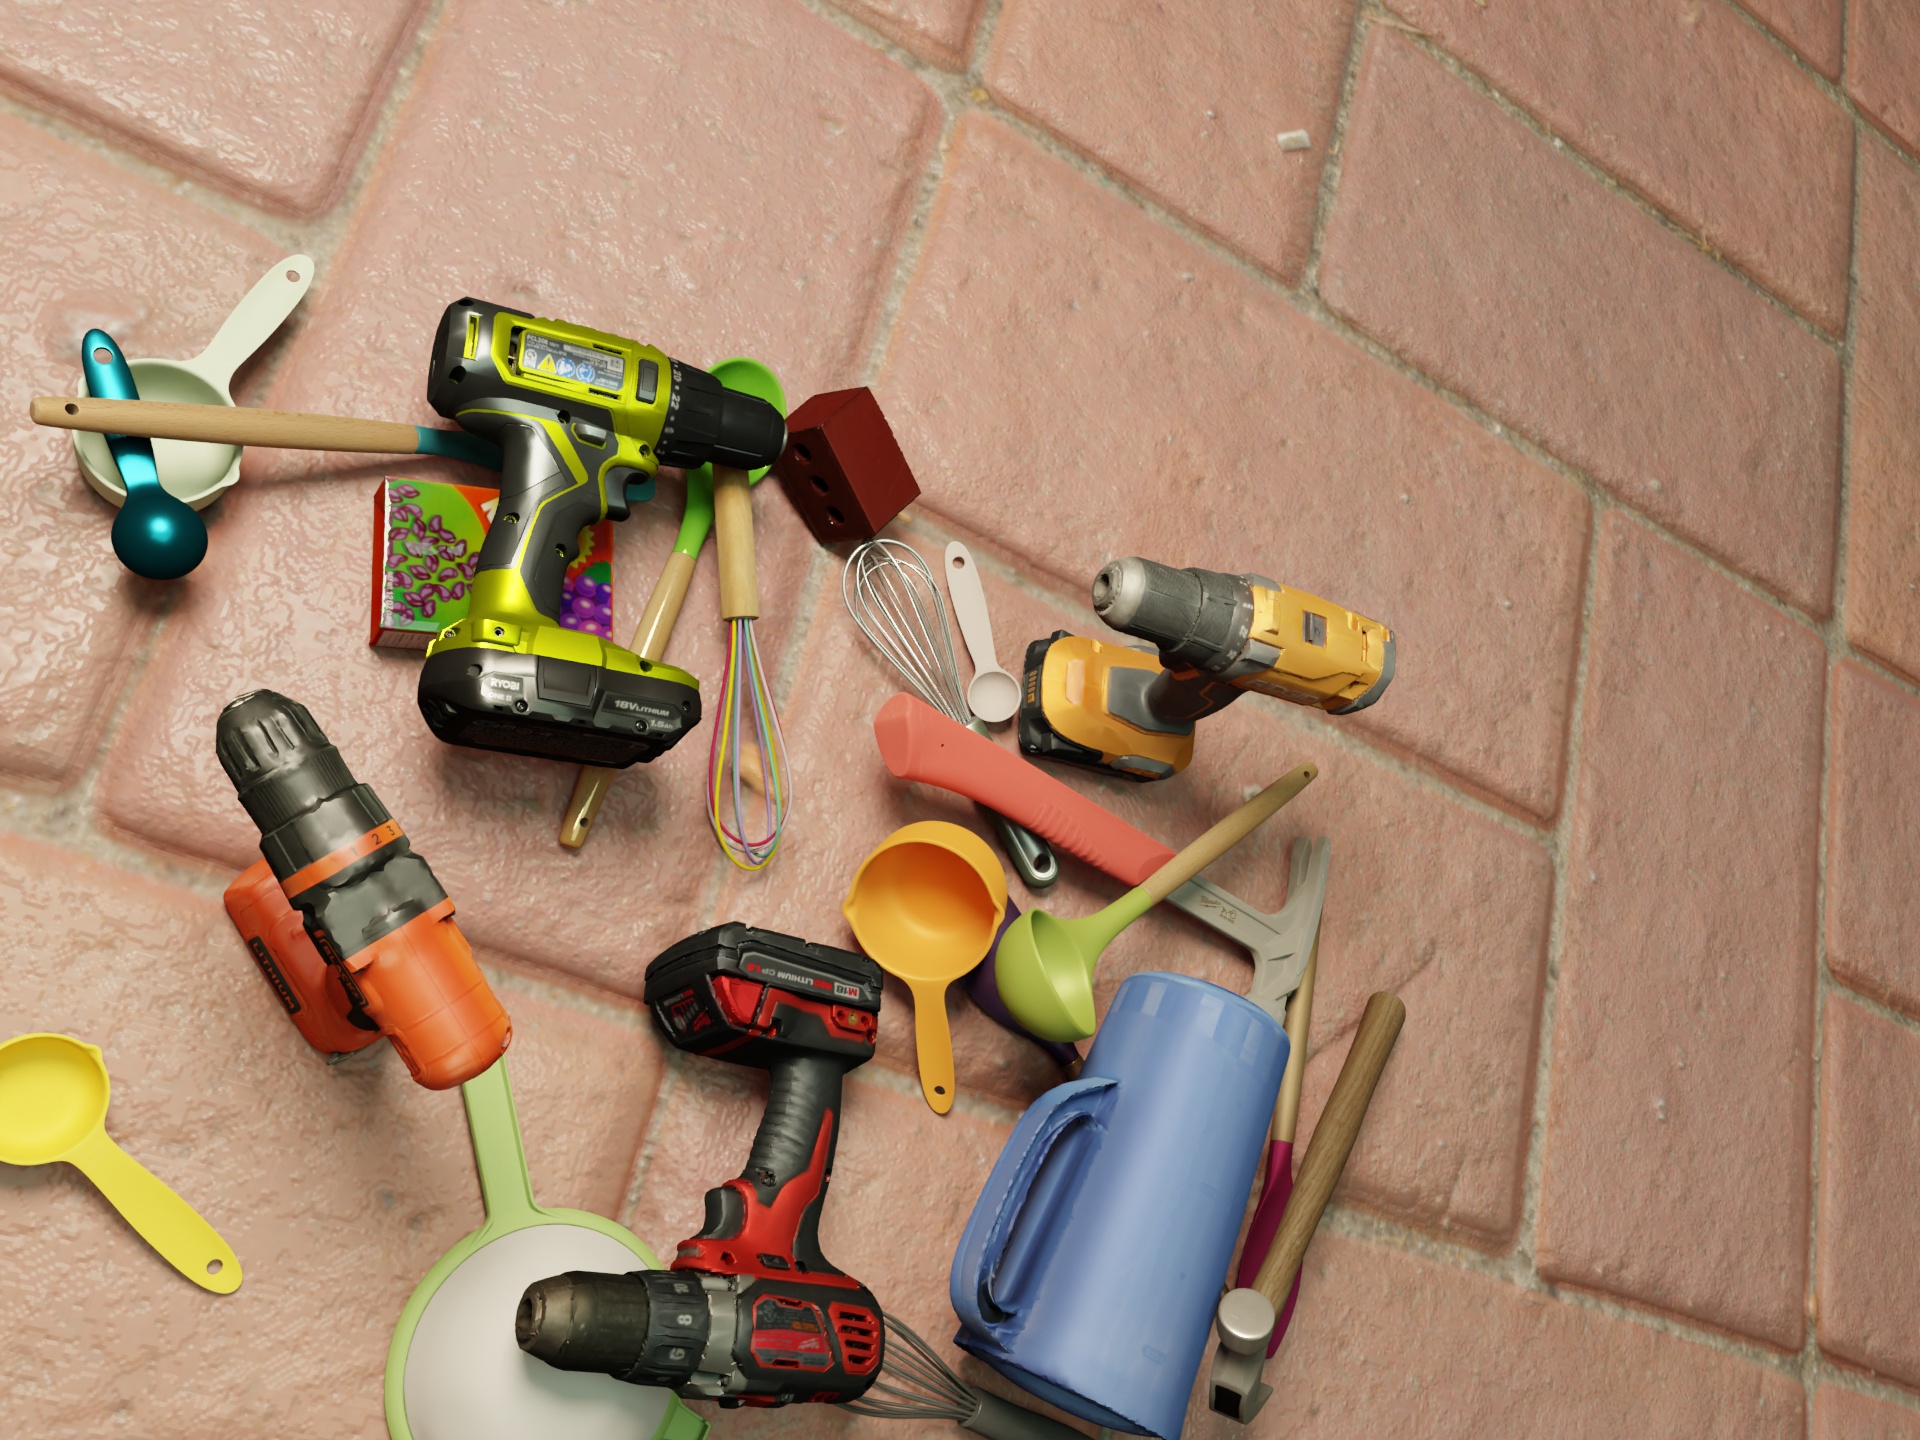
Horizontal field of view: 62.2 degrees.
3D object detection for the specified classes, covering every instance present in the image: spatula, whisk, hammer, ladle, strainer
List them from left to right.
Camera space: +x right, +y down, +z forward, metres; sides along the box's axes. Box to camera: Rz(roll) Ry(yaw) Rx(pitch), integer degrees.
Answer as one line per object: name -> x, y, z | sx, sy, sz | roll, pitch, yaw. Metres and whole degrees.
spatula -> -0.304, -0.153, 0.827 | 0.317, 0.044, 0.082 | -6, 84, -47
strainer -> -0.208, 0.266, 0.779 | 0.151, 0.069, 0.256 | -10, 84, -31
whisk -> -0.126, -0.037, 0.908 | 0.047, 0.051, 0.245 | -2, 84, -25
whisk -> -0.002, -0.003, 0.985 | 0.058, 0.059, 0.246 | -31, 98, -20
whisk -> 0.007, 0.385, 0.887 | 0.238, 0.055, 0.055 | 35, 63, -23
spatula -> 0.080, 0.233, 0.985 | 0.060, 0.018, 0.316 | -35, 94, -27
hammer -> 0.097, 0.070, 0.997 | 0.358, 0.037, 0.149 | 31, 66, -29
ladle -> 0.135, 0.094, 0.966 | 0.320, 0.062, 0.078 | -30, 94, -38
hammer -> 0.222, 0.290, 0.996 | 0.331, 0.031, 0.130 | -49, 148, -46

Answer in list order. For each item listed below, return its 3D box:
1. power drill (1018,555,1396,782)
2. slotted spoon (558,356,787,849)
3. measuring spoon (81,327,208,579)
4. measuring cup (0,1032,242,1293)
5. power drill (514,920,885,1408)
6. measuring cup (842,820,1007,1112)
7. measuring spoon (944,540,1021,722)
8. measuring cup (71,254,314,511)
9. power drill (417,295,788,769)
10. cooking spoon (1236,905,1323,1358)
power drill -> 0.117, -0.032, 0.952 | 0.185, 0.226, 0.084 | 15, 70, -26
slotted spoon -> -0.170, -0.072, 0.916 | 0.070, 0.031, 0.314 | 32, 64, -35
measuring spoon -> -0.395, -0.130, 0.759 | 0.042, 0.021, 0.128 | -17, 87, -32
measuring cup -> -0.386, 0.206, 0.725 | 0.062, 0.029, 0.156 | -47, 113, -30
power drill -> -0.122, 0.222, 0.799 | 0.187, 0.080, 0.227 | 21, 56, -34
measuring cup -> -0.013, 0.142, 0.935 | 0.052, 0.095, 0.173 | -53, 140, -69
measuring spoon -> 0.011, -0.057, 1.025 | 0.034, 0.018, 0.124 | -14, 77, 0
measuring cup -> -0.384, -0.174, 0.815 | 0.083, 0.038, 0.168 | 35, 61, -18
power drill -> -0.187, -0.096, 0.837 | 0.190, 0.080, 0.229 | 11, 72, -28
cooking spoon -> 0.217, 0.255, 1.057 | 0.068, 0.017, 0.319 | 31, 62, -38
